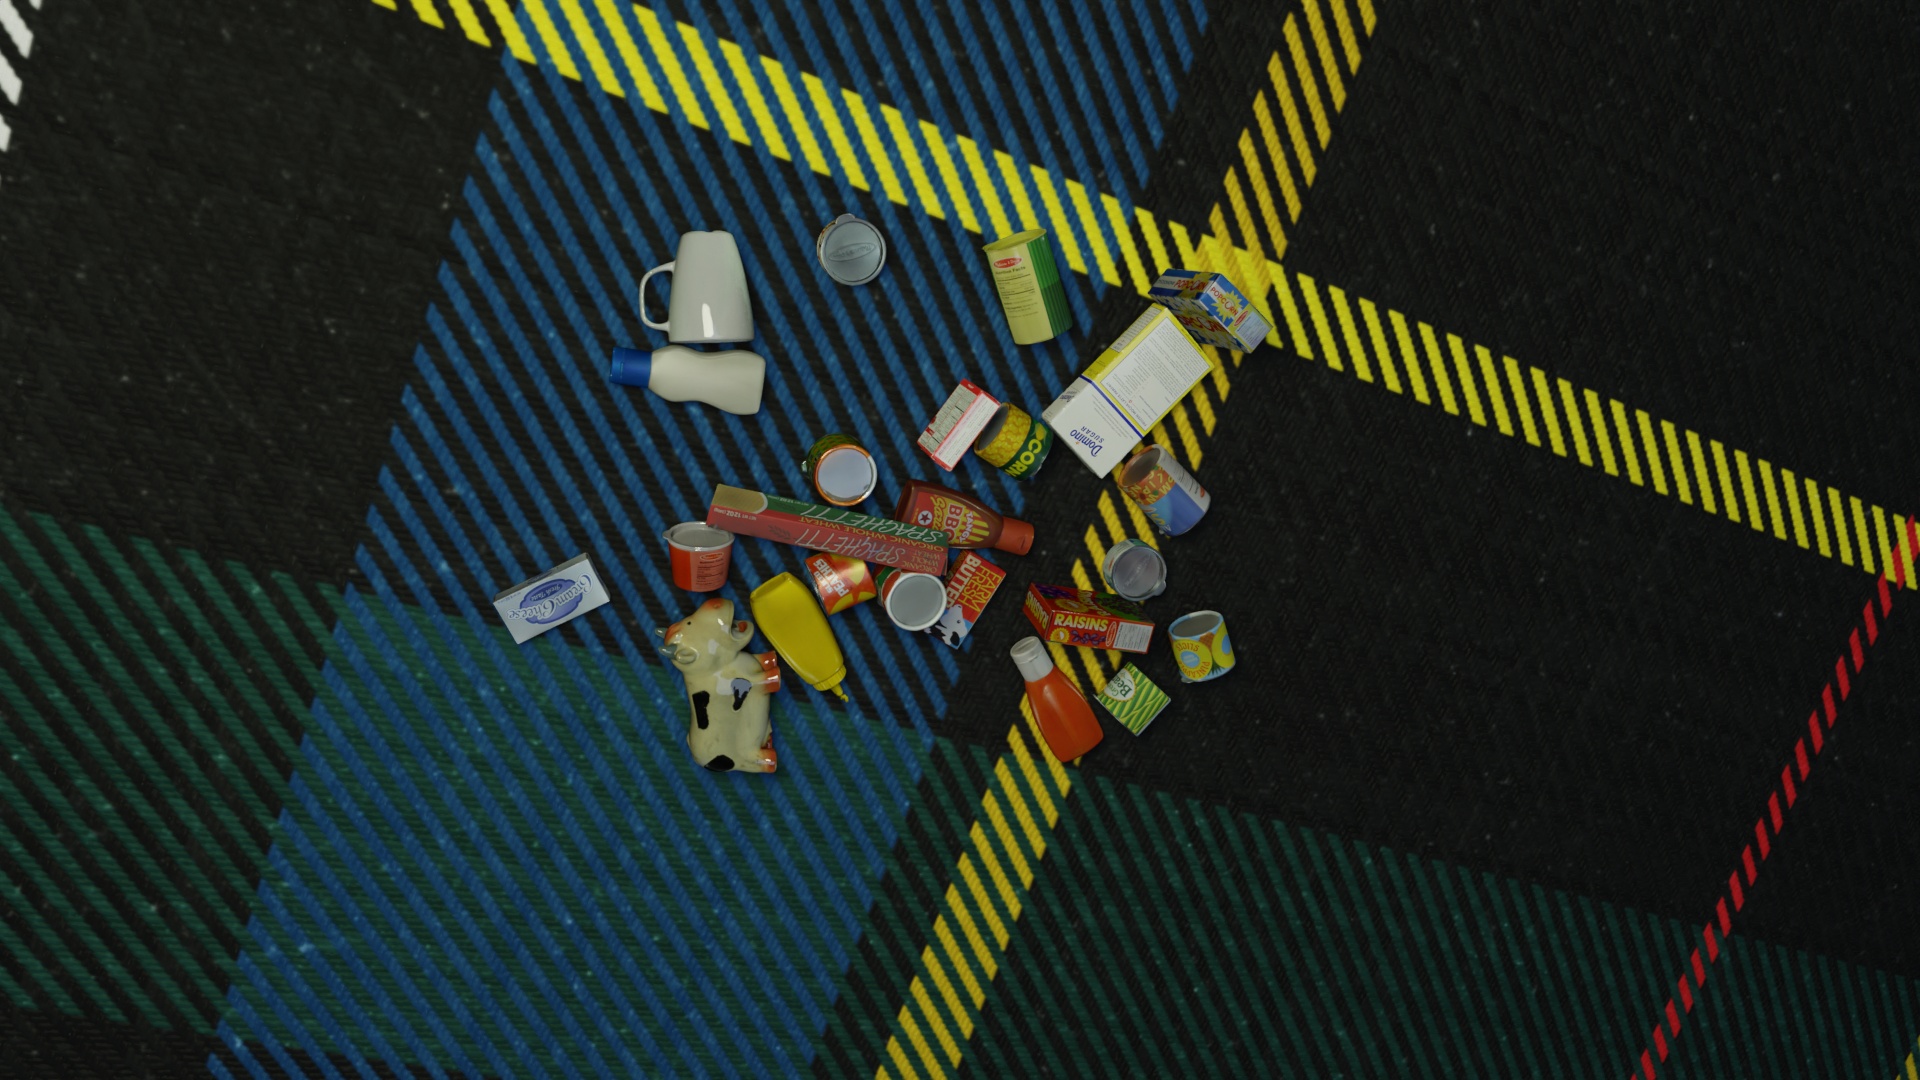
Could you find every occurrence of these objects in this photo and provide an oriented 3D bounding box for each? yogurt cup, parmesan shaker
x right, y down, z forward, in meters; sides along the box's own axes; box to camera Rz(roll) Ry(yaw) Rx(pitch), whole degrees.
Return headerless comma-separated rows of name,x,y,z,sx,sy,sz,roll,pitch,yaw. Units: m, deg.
yogurt cup,-0.266,0.017,1.423,0.072,0.072,0.053,-1,114,-15
parmesan shaker,0.069,-0.261,1.434,0.071,0.071,0.102,-22,111,-8

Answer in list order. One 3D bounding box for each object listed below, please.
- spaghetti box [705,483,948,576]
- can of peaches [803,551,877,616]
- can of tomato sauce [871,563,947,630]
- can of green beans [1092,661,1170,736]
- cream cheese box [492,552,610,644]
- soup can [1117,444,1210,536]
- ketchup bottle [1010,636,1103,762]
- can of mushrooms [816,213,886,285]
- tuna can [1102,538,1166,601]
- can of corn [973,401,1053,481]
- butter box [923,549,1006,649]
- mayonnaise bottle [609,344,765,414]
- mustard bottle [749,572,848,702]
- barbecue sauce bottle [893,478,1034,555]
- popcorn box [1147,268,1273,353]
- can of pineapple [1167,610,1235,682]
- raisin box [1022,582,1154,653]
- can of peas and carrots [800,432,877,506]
spaghetti box,-0.133,-0.011,1.431,0.250,0.050,0.028,12,118,-7
can of peaches,-0.126,0.039,1.462,0.058,0.071,0.071,-22,110,-9
can of tomato sauce,-0.056,0.054,1.478,0.071,0.083,0.071,-4,107,-14
can of green beans,0.198,0.182,1.593,0.071,0.071,0.058,42,91,-22
cream cheese box,-0.415,0.059,1.415,0.104,0.024,0.053,-26,112,-6
soup can,0.222,-0.054,1.533,0.083,0.071,0.071,43,92,-21
ketchup bottle,0.105,0.178,1.579,0.065,0.043,0.148,-31,111,-6
can of mushrooms,-0.110,-0.293,1.392,0.071,0.033,0.070,-4,107,-13
tuna can,0.198,0.034,1.569,0.071,0.033,0.071,-4,107,-14
can of corn,0.056,-0.104,1.471,0.058,0.071,0.071,32,96,-20
butter box,0.001,0.063,1.528,0.053,0.024,0.103,30,96,-21
mayonnaise bottle,-0.272,-0.165,1.381,0.148,0.041,0.064,7,102,-16
mustard bottle,-0.164,0.111,1.484,0.065,0.049,0.159,-30,111,-3
barbecue sauce bottle,0.005,-0.019,1.496,0.148,0.044,0.064,15,105,-19
popcorn box,0.260,-0.242,1.456,0.085,0.127,0.038,40,89,-22
can of pineapple,0.276,0.122,1.596,0.071,0.071,0.057,-22,109,-8
raisin box,0.141,0.086,1.539,0.123,0.086,0.040,9,108,-17
can of peas and carrots,-0.126,-0.073,1.437,0.071,0.059,0.070,-4,106,-14
